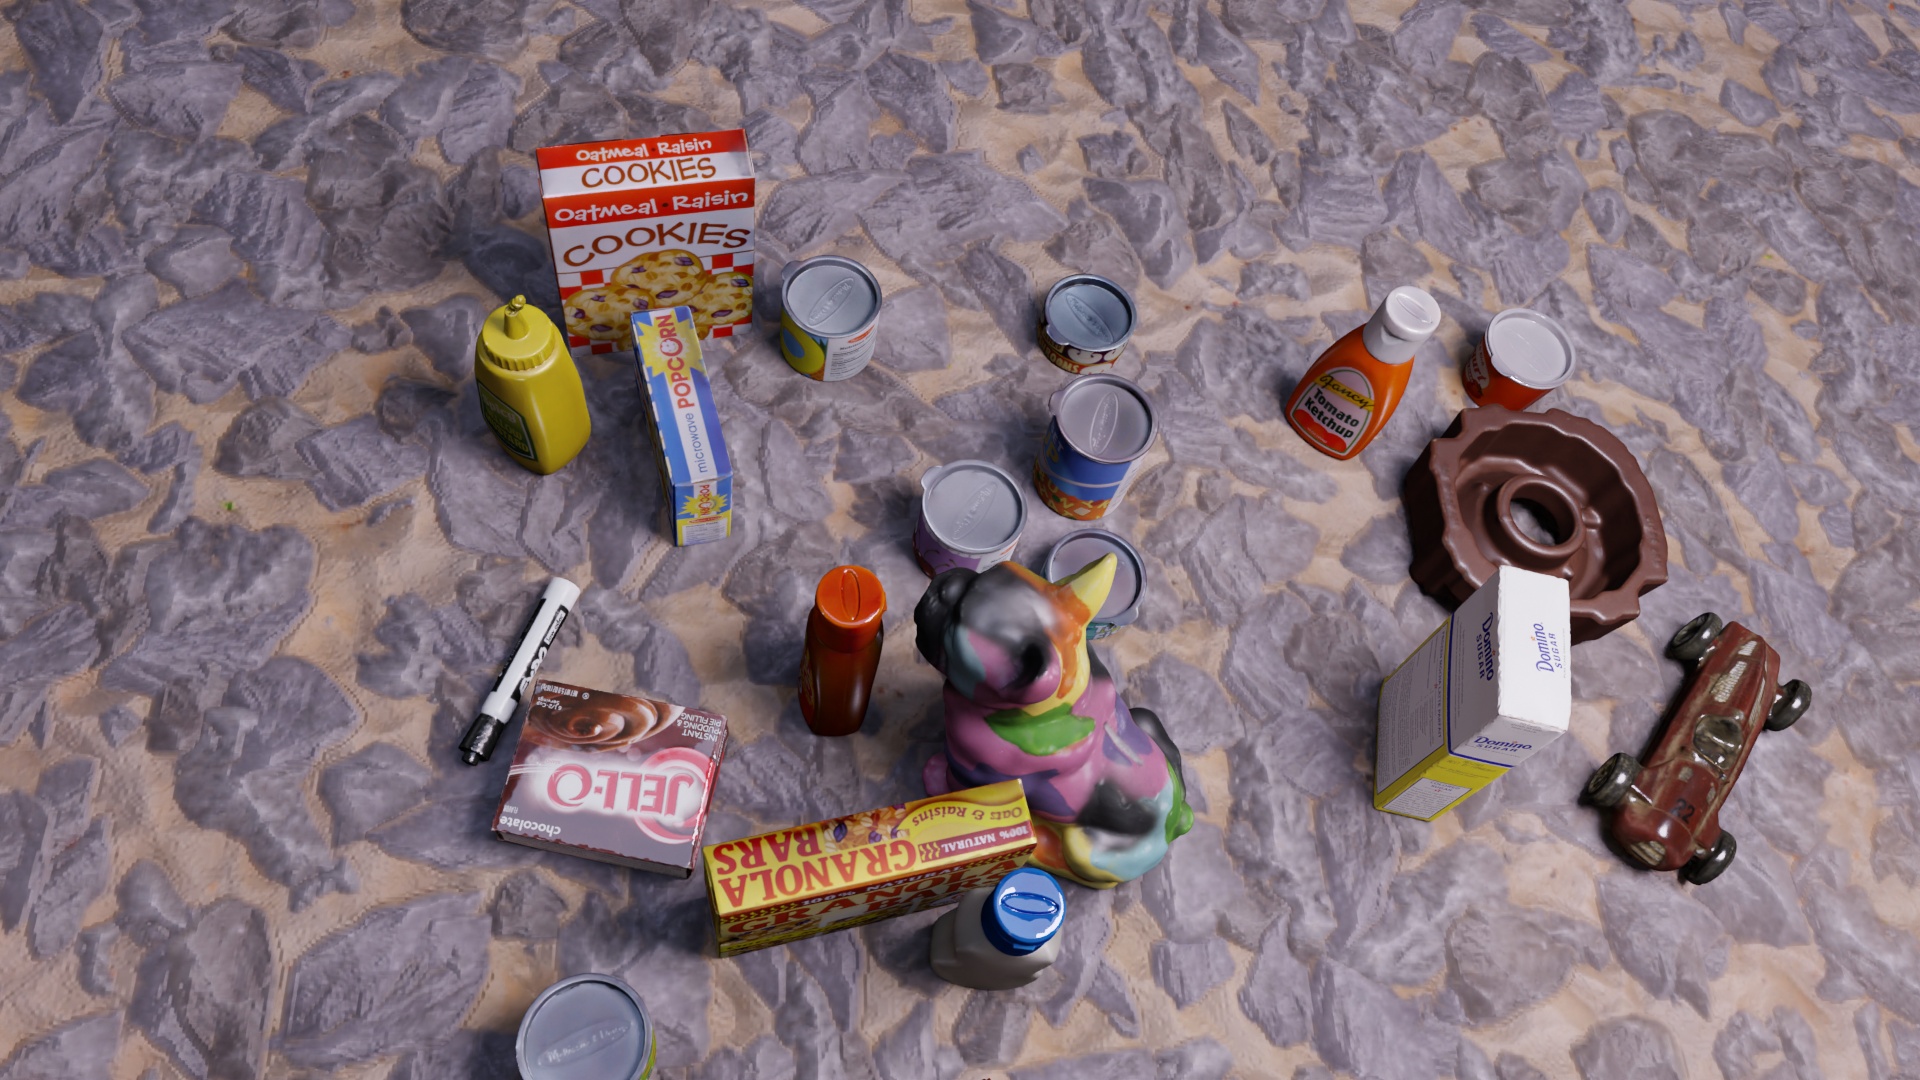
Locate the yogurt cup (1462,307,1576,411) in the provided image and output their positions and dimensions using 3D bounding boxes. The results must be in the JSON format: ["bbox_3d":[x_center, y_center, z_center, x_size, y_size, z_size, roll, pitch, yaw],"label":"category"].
[{"bbox_3d":[0.403,-0.127,1.012,0.072,0.053,0.072,4,64,-8],"label":"yogurt cup"}]

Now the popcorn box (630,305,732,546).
[{"bbox_3d":[-0.174,-0.071,0.868,0.038,0.085,0.127,-12,67,-15],"label":"popcorn box"}]

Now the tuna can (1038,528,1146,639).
[{"bbox_3d":[0.085,0.030,0.891,0.071,0.032,0.071,4,63,-8],"label":"tuna can"}]

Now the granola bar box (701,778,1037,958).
[{"bbox_3d":[-0.052,0.178,0.744,0.166,0.123,0.039,-10,66,-14],"label":"granola bar box"}]

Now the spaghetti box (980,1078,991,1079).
[{"bbox_3d":[-0.098,0.334,0.700,0.251,0.050,0.029,-17,68,-17],"label":"spaghetti box"}]

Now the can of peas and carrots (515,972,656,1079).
[{"bbox_3d":[-0.190,0.263,0.715,0.071,0.058,0.071,4,64,-8],"label":"can of peas and carrots"}]

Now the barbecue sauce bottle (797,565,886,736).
[{"bbox_3d":[-0.067,0.060,0.786,0.044,0.148,0.065,-1,65,-10],"label":"barbecue sauce bottle"}]

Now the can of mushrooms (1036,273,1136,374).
[{"bbox_3d":[0.087,-0.152,0.982,0.071,0.033,0.071,4,63,-8],"label":"can of mushrooms"}]

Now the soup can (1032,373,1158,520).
[{"bbox_3d":[0.084,-0.061,0.908,0.071,0.083,0.071,4,64,-8],"label":"soup can"}]

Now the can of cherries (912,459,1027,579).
[{"bbox_3d":[0.003,-0.011,0.884,0.071,0.058,0.072,4,64,-8],"label":"can of cherries"}]

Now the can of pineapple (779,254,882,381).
[{"bbox_3d":[-0.089,-0.151,0.938,0.071,0.057,0.071,4,64,-8],"label":"can of pineapple"}]

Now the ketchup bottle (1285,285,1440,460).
[{"bbox_3d":[0.271,-0.113,0.929,0.065,0.148,0.044,40,65,11],"label":"ketchup bottle"}]

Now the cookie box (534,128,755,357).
[{"bbox_3d":[-0.194,-0.185,0.875,0.123,0.166,0.040,-10,66,-14],"label":"cookie box"}]

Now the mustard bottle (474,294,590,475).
[{"bbox_3d":[-0.258,-0.098,0.825,0.065,0.159,0.049,37,64,9],"label":"mustard bottle"}]

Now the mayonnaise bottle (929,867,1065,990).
[{"bbox_3d":[0.023,0.205,0.729,0.065,0.147,0.041,9,63,-5],"label":"mayonnaise bottle"}]
